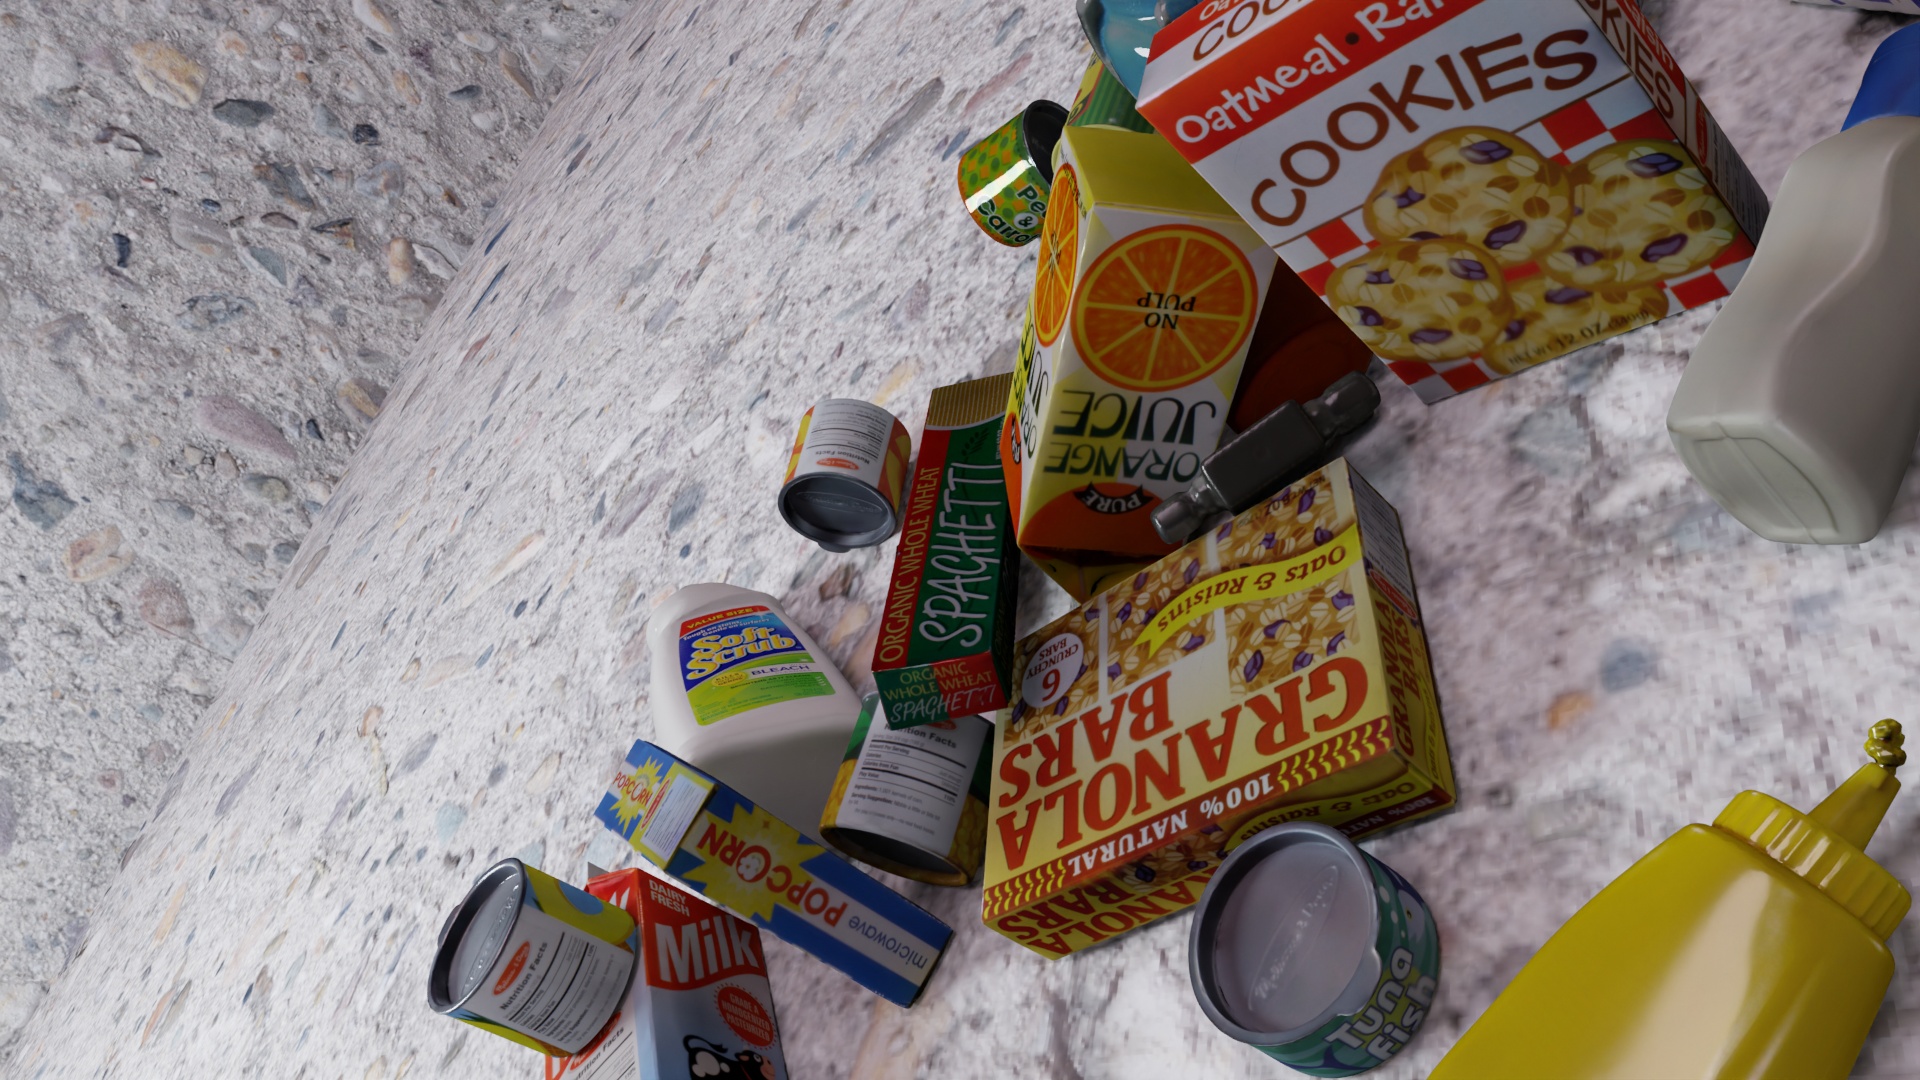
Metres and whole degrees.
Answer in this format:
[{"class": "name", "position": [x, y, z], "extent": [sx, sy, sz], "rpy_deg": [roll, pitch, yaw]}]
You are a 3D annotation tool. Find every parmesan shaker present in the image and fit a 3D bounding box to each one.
[{"class": "parmesan shaker", "position": [0.095, -0.234, 0.755], "extent": [0.071, 0.071, 0.103], "rpy_deg": [-16, 46, 49]}]

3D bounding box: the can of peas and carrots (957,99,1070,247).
[{"class": "can of peas and carrots", "position": [0.041, -0.210, 0.808], "extent": [0.058, 0.071, 0.071], "rpy_deg": [-25, 41, 43]}]

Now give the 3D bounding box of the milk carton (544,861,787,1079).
[{"class": "milk carton", "position": [-0.131, 0.215, 0.606], "extent": [0.073, 0.072, 0.191], "rpy_deg": [-48, 30, 10]}]

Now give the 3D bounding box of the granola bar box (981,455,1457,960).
[{"class": "granola bar box", "position": [0.082, 0.061, 0.487], "extent": [0.165, 0.039, 0.125], "rpy_deg": [-33, 34, 33]}]

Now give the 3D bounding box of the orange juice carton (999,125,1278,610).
[{"class": "orange juice carton", "position": [0.062, -0.059, 0.561], "extent": [0.072, 0.073, 0.191], "rpy_deg": [-99, 16, -52]}]

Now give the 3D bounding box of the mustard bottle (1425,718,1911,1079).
[{"class": "mustard bottle", "position": [0.164, 0.107, 0.310], "extent": [0.160, 0.048, 0.065], "rpy_deg": [-52, 29, 2]}]

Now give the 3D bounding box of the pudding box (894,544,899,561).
[{"class": "pudding box", "position": [-0.008, 0.028, 0.663], "extent": [0.049, 0.030, 0.084], "rpy_deg": [-32, 36, 33]}]

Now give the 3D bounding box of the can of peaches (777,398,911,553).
[{"class": "can of peaches", "position": [-0.064, -0.036, 0.780], "extent": [0.071, 0.071, 0.058], "rpy_deg": [-28, 39, 39]}]

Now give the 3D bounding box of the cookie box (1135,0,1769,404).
[{"class": "cookie box", "position": [0.156, -0.123, 0.440], "extent": [0.122, 0.167, 0.040], "rpy_deg": [-21, 43, 45]}]

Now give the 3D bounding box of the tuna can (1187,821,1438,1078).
[{"class": "tuna can", "position": [0.103, 0.119, 0.402], "extent": [0.071, 0.033, 0.071], "rpy_deg": [-36, 34, 30]}]

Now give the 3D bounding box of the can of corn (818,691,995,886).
[{"class": "can of corn", "position": [-0.017, 0.103, 0.566], "extent": [0.071, 0.071, 0.058], "rpy_deg": [-15, 48, 49]}]

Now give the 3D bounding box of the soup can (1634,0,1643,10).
[{"class": "soup can", "position": [0.227, -0.214, 0.536], "extent": [0.071, 0.071, 0.084], "rpy_deg": [-9, 52, 52]}]

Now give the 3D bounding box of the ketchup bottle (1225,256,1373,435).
[{"class": "ketchup bottle", "position": [0.123, -0.102, 0.594], "extent": [0.064, 0.043, 0.149], "rpy_deg": [-49, 28, 24]}]

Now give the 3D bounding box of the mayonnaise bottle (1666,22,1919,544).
[{"class": "mayonnaise bottle", "position": [0.243, -0.074, 0.374], "extent": [0.148, 0.064, 0.041], "rpy_deg": [-59, 25, -16]}]

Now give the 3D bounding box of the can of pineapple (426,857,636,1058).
[{"class": "can of pineapple", "position": [-0.179, 0.174, 0.582], "extent": [0.070, 0.058, 0.071], "rpy_deg": [-35, 34, 29]}]

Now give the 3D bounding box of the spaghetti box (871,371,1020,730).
[{"class": "spaghetti box", "position": [0.002, -0.008, 0.621], "extent": [0.050, 0.028, 0.251], "rpy_deg": [-11, 30, 12]}]

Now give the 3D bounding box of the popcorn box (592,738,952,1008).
[{"class": "popcorn box", "position": [-0.075, 0.132, 0.553], "extent": [0.085, 0.126, 0.038], "rpy_deg": [8, 63, 58]}]
